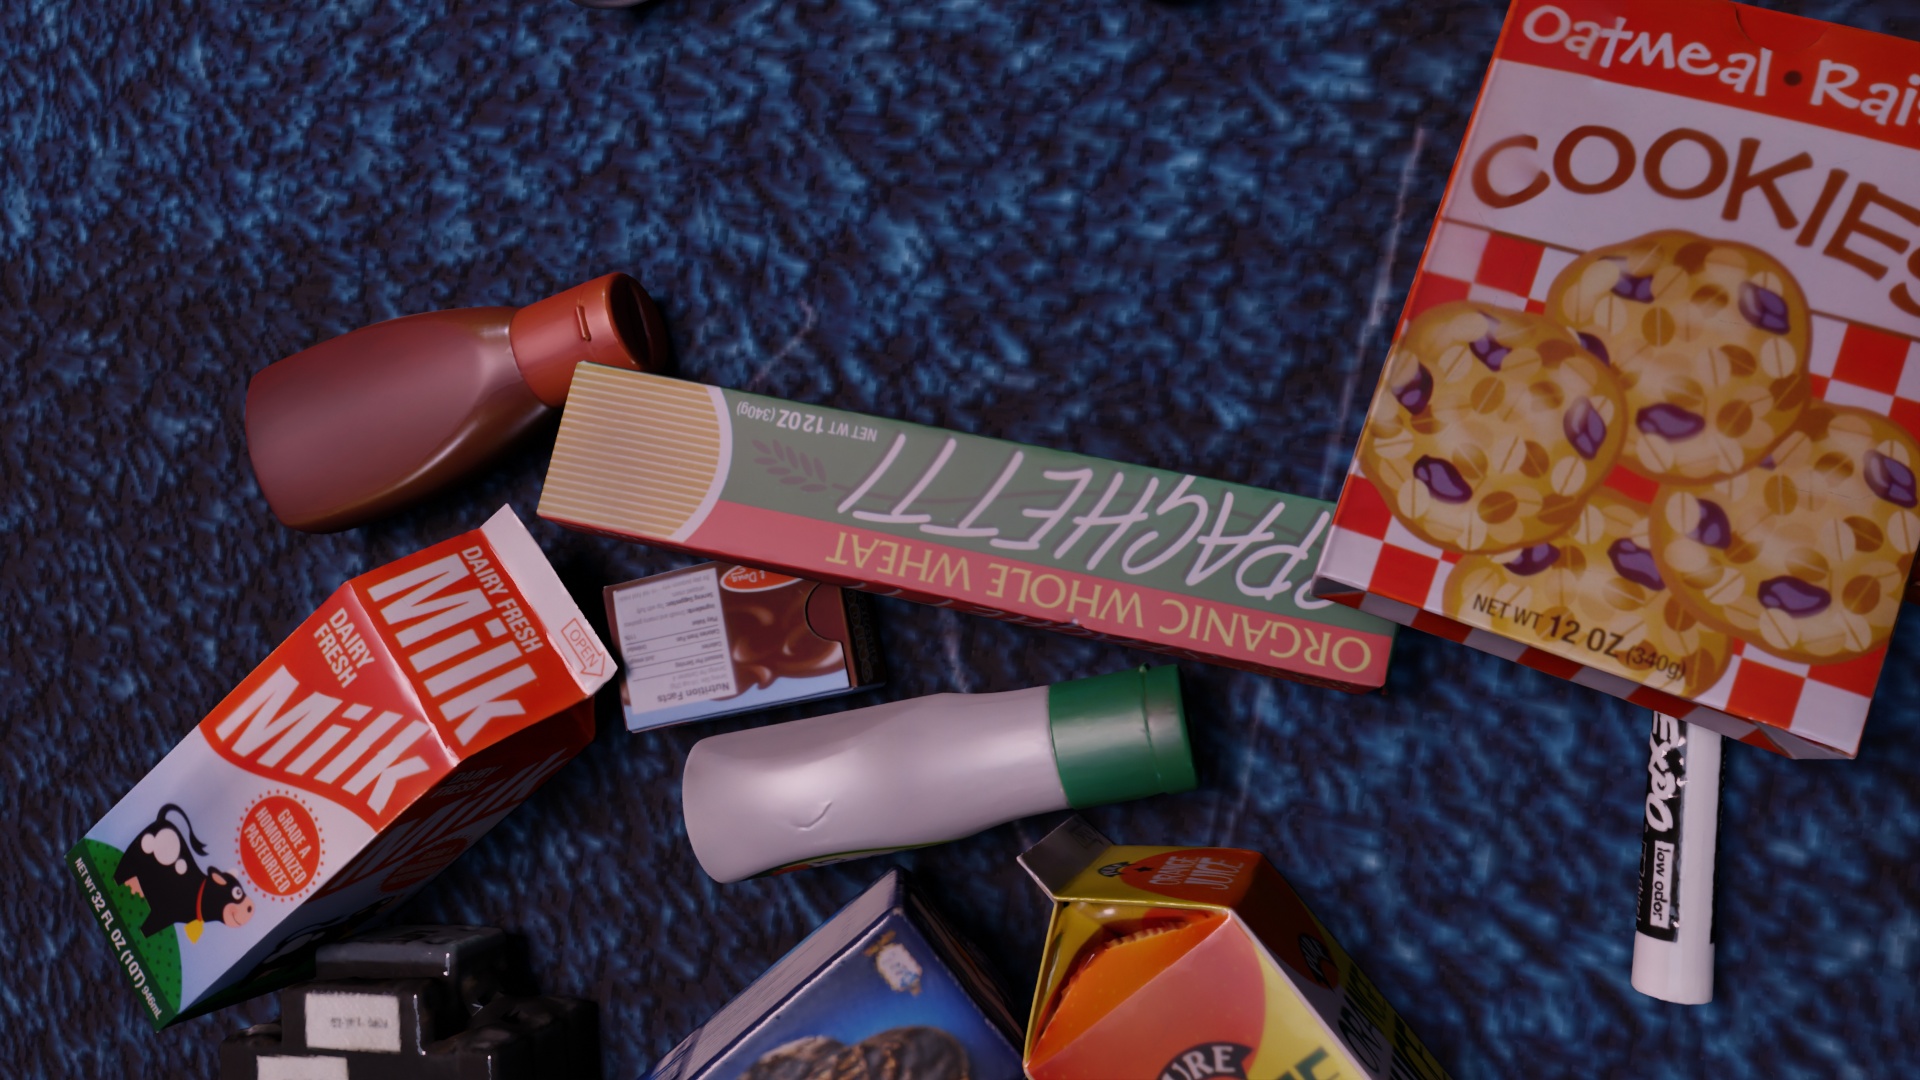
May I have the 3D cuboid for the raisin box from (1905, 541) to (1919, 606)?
[{"bbox_3d":[0.277,0.011,0.295,0.123,0.086,0.040,22,89,18],"label":"raisin box"}]

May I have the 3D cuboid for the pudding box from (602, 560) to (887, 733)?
[{"bbox_3d":[-0.069,0.031,0.445,0.083,0.030,0.049,-13,83,18],"label":"pudding box"}]

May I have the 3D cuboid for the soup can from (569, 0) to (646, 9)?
[{"bbox_3d":[-0.125,-0.230,0.453,0.071,0.071,0.084,-38,77,14],"label":"soup can"}]

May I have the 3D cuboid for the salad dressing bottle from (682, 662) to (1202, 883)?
[{"bbox_3d":[-0.005,0.067,0.407,0.147,0.064,0.044,-12,87,12],"label":"salad dressing bottle"}]

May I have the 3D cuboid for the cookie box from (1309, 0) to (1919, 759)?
[{"bbox_3d":[0.172,-0.047,0.341,0.123,0.040,0.167,19,85,14],"label":"cookie box"}]

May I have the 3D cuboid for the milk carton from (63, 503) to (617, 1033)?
[{"bbox_3d":[-0.197,0.074,0.465,0.190,0.073,0.072,-41,76,13],"label":"milk carton"}]

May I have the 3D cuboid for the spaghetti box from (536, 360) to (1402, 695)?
[{"bbox_3d":[0.001,-0.005,0.400,0.250,0.028,0.050,11,83,10],"label":"spaghetti box"}]

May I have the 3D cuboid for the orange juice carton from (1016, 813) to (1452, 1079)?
[{"bbox_3d":[0.084,0.153,0.365,0.073,0.072,0.193,-43,76,13],"label":"orange juice carton"}]

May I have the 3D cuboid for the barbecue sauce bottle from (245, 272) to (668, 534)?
[{"bbox_3d":[-0.173,-0.051,0.477,0.148,0.044,0.065,-17,83,17],"label":"barbecue sauce bottle"}]
